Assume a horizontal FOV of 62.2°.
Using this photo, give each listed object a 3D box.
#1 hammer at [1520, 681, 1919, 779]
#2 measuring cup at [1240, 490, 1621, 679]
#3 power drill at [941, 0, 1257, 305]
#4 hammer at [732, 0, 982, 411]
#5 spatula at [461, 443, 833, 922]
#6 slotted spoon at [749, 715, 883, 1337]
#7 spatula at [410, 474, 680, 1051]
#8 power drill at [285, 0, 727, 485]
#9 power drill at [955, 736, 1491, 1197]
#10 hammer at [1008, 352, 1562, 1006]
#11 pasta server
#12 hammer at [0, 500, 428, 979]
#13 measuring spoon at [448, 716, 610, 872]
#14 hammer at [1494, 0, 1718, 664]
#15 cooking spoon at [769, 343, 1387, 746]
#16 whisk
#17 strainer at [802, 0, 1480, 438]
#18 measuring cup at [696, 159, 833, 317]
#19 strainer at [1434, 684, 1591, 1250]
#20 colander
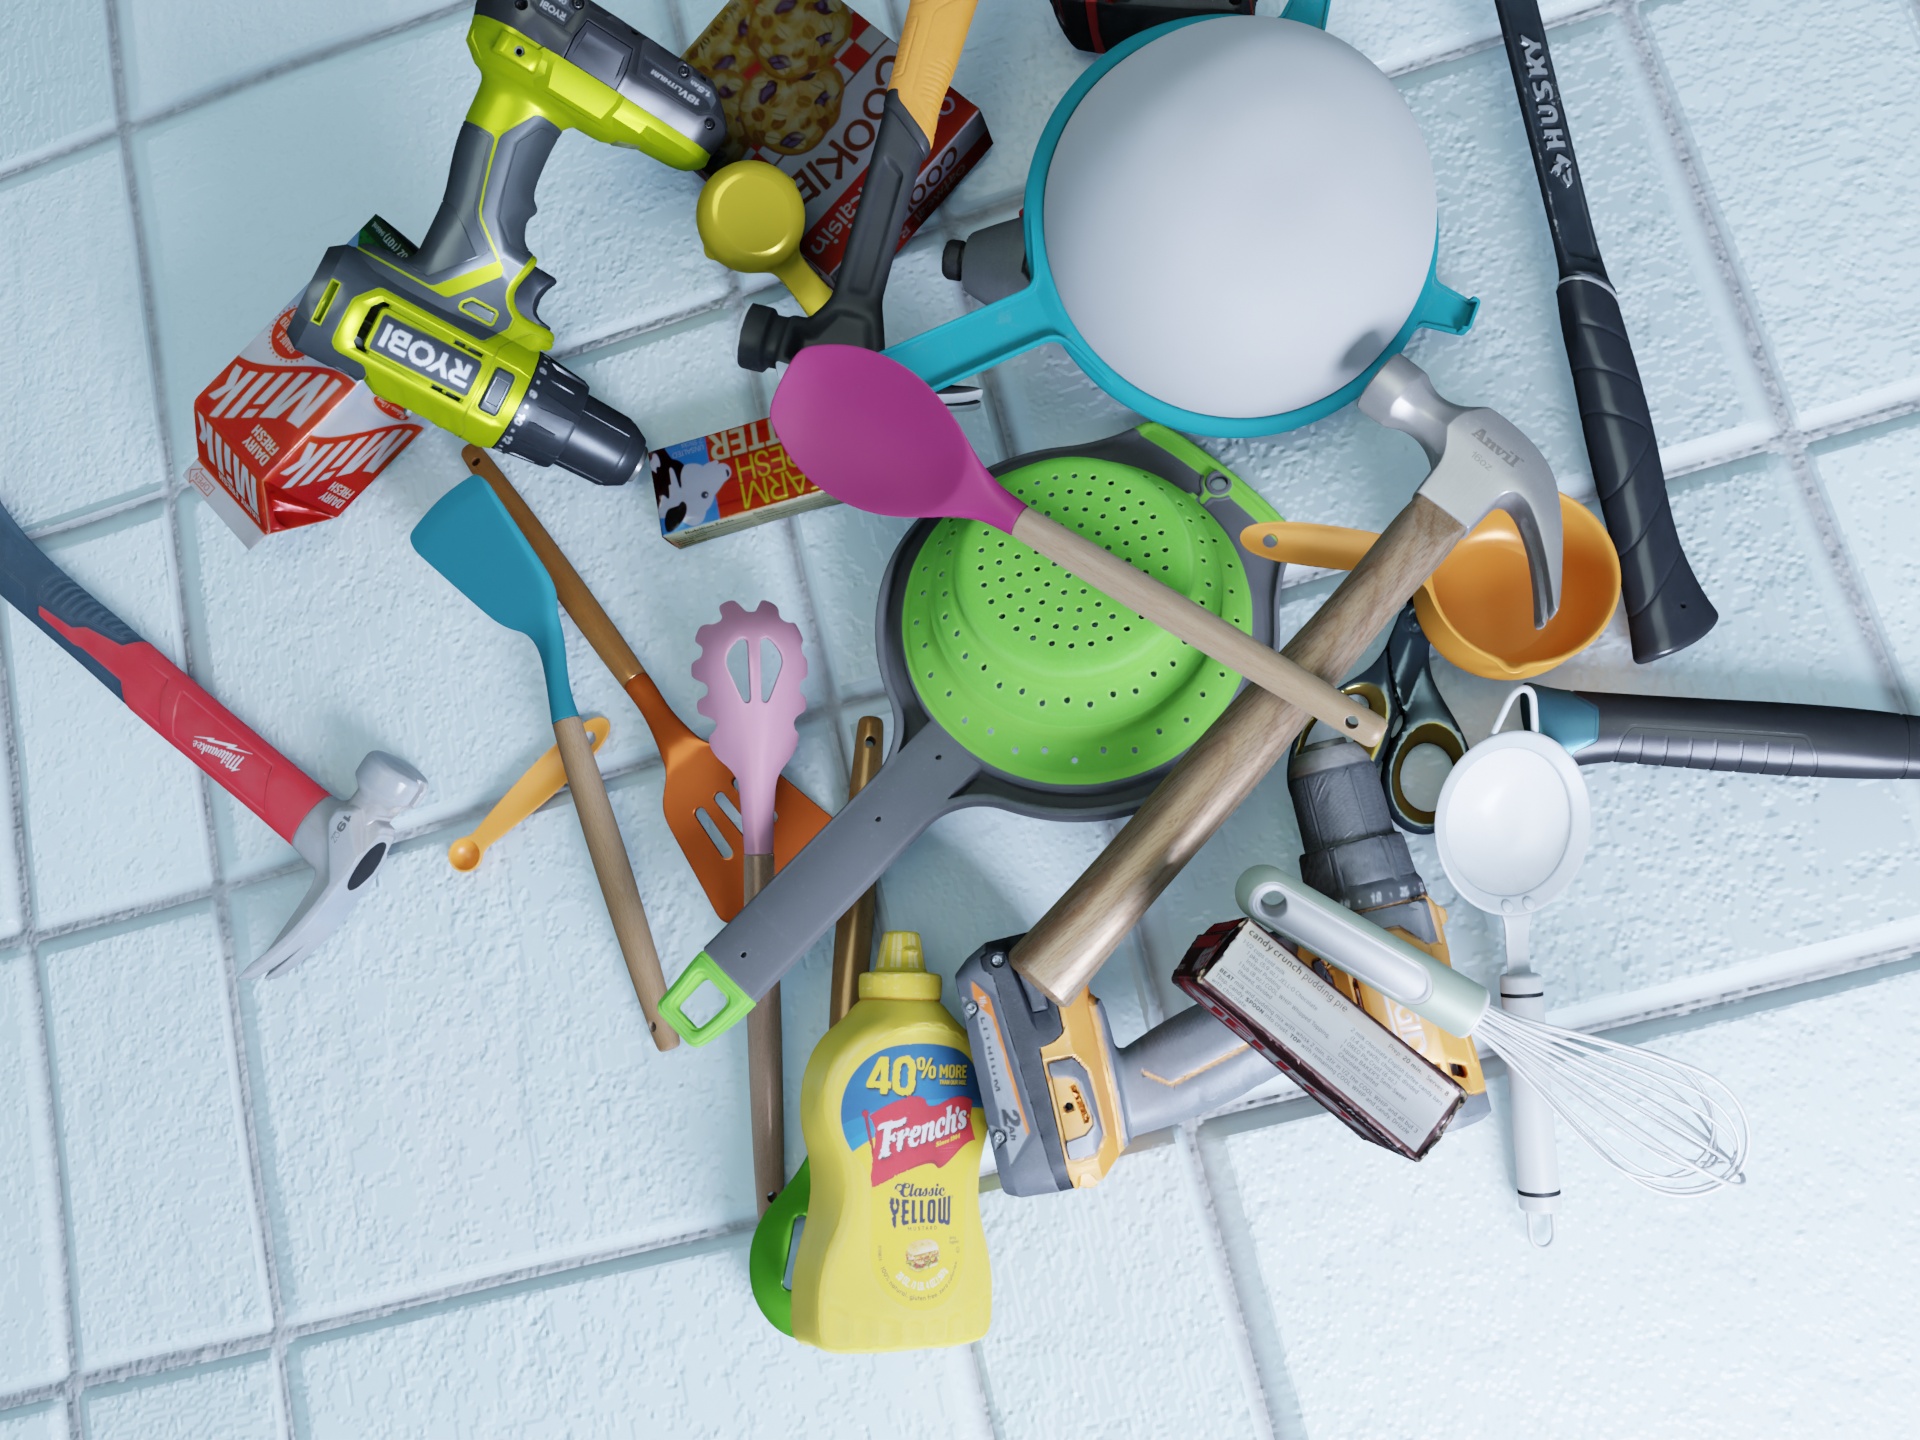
[{"bbox_3d":[0.429,0.013,0.726,0.331,0.033,0.128,4,81,13],"label":"hammer"},{"bbox_3d":[0.219,-0.069,0.759,0.173,0.052,0.095,9,79,7],"label":"measuring cup"},{"bbox_3d":[0.076,-0.312,0.843,0.143,0.078,0.220,11,85,14],"label":"power drill"},{"bbox_3d":[-0.013,-0.325,0.813,0.127,0.034,0.337,14,85,1],"label":"hammer"},{"bbox_3d":[-0.188,-0.036,0.875,0.081,0.041,0.323,-39,70,1],"label":"spatula"},{"bbox_3d":[-0.060,0.151,0.806,0.070,0.031,0.314,7,78,-10],"label":"slotted spoon"},{"bbox_3d":[-0.213,0.026,0.848,0.082,0.044,0.317,-28,79,39],"label":"spatula"},{"bbox_3d":[-0.219,-0.252,0.846,0.190,0.080,0.228,26,95,-26],"label":"power drill"},{"bbox_3d":[0.115,0.118,0.747,0.226,0.084,0.185,-13,82,5],"label":"power drill"},{"bbox_3d":[0.143,-0.005,0.711,0.130,0.031,0.331,40,86,13],"label":"hammer"},{"bbox_3d":[-0.102,0.095,0.813,0.060,0.040,0.316,-2,89,-11],"label":"pasta server"},{"bbox_3d":[-0.487,-0.014,0.926,0.386,0.038,0.143,35,90,16],"label":"hammer"},{"bbox_3d":[-0.236,0.041,0.878,0.117,0.011,0.021,-44,79,-2],"label":"measuring spoon"},{"bbox_3d":[0.300,-0.228,0.780,0.149,0.036,0.409,-7,81,-16],"label":"hammer"},{"bbox_3d":[0.048,-0.076,0.712,0.319,0.017,0.068,32,105,12],"label":"cooking spoon"},{"bbox_3d":[0.227,0.131,0.684,0.246,0.059,0.058,30,105,4],"label":"whisk"},{"bbox_3d":[0.083,-0.219,0.744,0.340,0.095,0.211,-25,92,-7],"label":"strainer"},{"bbox_3d":[-0.078,-0.227,0.843,0.062,0.029,0.156,-41,105,-1],"label":"measuring cup"},{"bbox_3d":[0.256,0.114,0.737,0.087,0.050,0.258,-3,86,-18],"label":"strainer"},{"bbox_3d":[-0.001,-0.002,0.756,0.205,0.094,0.397,42,80,16],"label":"colander"}]
